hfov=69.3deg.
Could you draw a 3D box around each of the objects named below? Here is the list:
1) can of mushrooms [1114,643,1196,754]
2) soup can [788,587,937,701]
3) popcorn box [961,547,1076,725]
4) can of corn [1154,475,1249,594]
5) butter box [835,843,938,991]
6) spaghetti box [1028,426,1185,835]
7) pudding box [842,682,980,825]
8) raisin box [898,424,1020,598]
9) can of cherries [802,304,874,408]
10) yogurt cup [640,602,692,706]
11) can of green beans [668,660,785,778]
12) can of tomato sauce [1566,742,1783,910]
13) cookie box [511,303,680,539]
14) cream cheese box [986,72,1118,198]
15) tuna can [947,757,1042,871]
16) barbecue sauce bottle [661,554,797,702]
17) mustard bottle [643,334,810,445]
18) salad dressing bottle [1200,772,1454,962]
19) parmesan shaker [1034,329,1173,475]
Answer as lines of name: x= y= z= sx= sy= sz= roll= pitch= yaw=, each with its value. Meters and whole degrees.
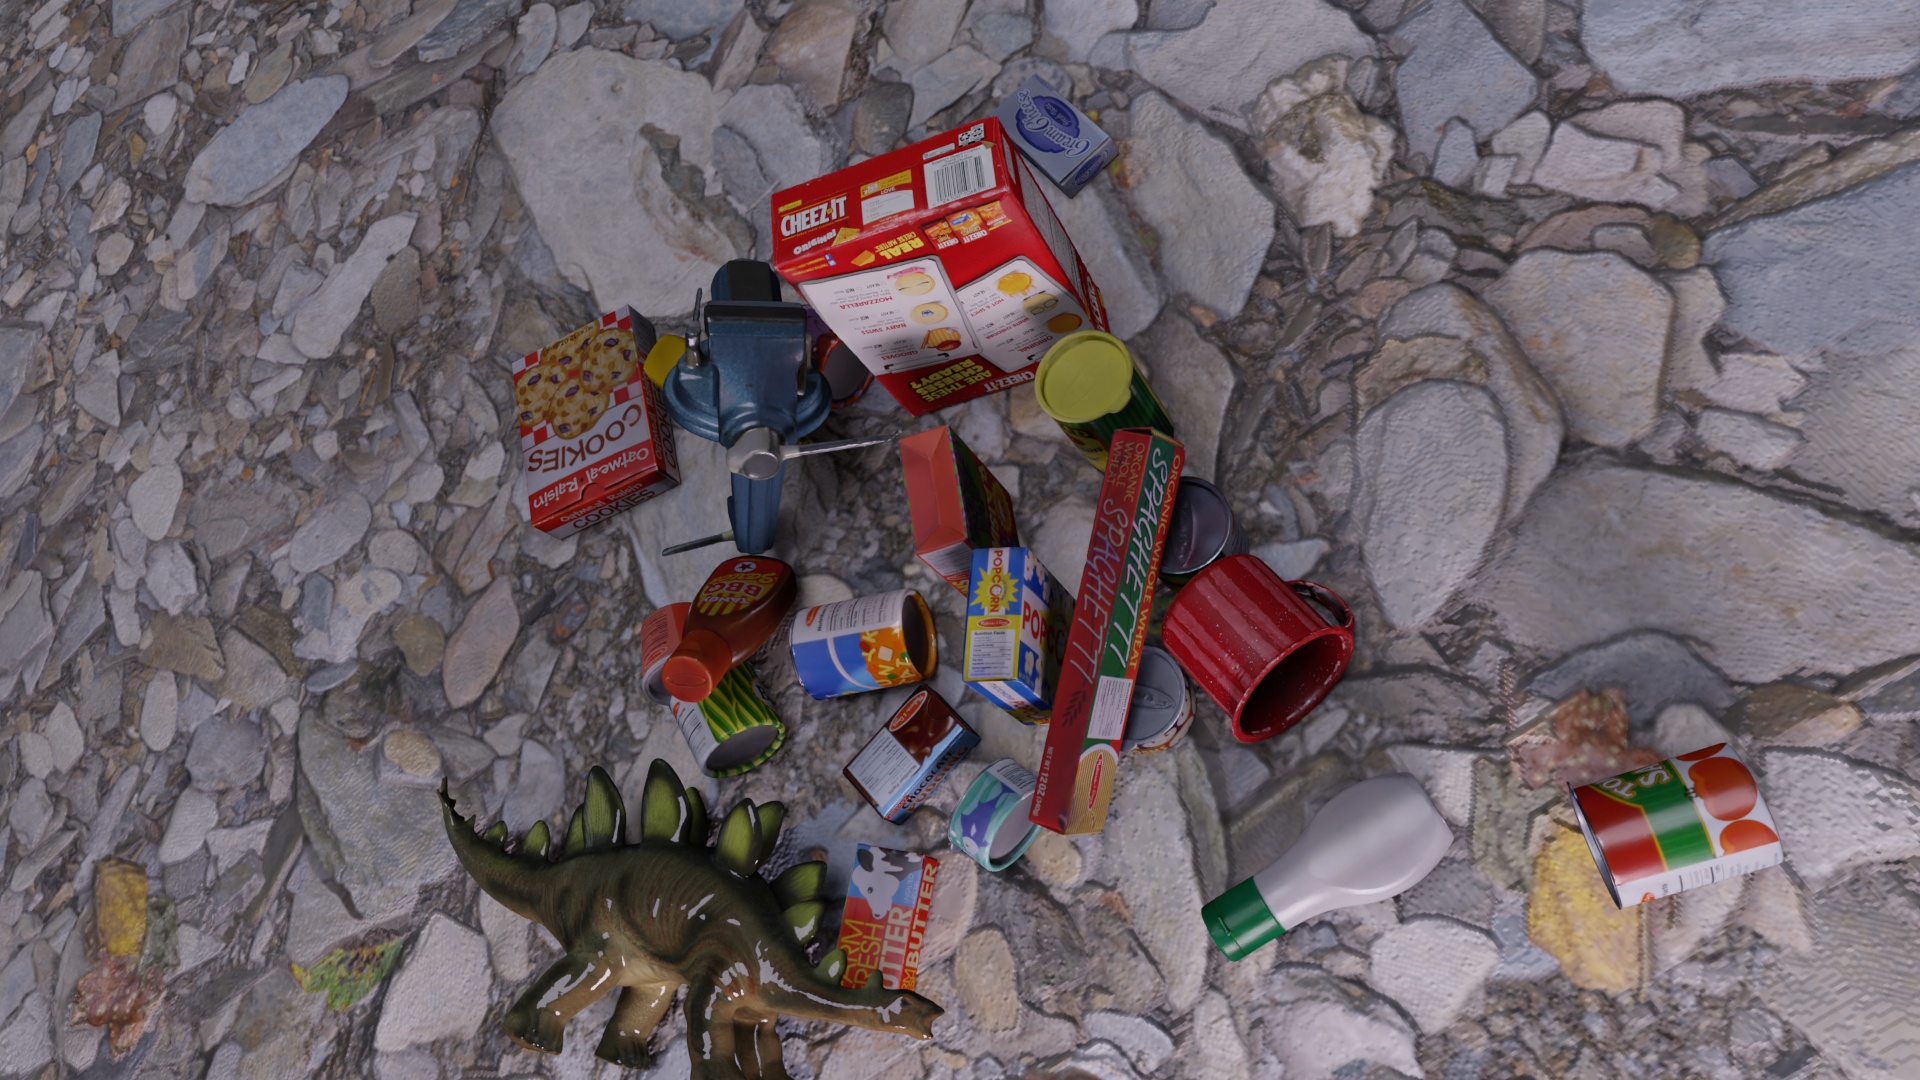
can of mushrooms: x=0.115 y=0.104 z=0.889 sx=0.071 sy=0.033 sz=0.071 roll=-9 pitch=67 yaw=21
soup can: x=-0.065 y=0.074 z=0.967 sx=0.083 sy=0.071 sz=0.071 roll=-12 pitch=66 yaw=19
popcorn box: x=0.041 y=0.064 z=0.885 sx=0.038 sy=0.126 sz=0.085 roll=-4 pitch=69 yaw=20
can of corn: x=0.147 y=-0.001 z=0.902 sx=0.071 sy=0.058 sz=0.071 roll=-9 pitch=67 yaw=21
butter box: x=-0.051 y=0.254 z=0.909 sx=0.053 sy=0.024 sz=0.104 roll=2 pitch=70 yaw=26
spaghetti box: x=0.092 y=0.055 z=0.854 sx=0.028 sy=0.050 sz=0.250 roll=11 pitch=87 yaw=36
pudding box: x=-0.033 y=0.145 z=0.942 sx=0.083 sy=0.030 sz=0.050 roll=-48 pitch=58 yaw=0
raisin box: x=0.003 y=-0.012 z=0.934 sx=0.040 sy=0.123 sz=0.086 roll=-18 pitch=64 yaw=16
can of cherries: x=-0.107 y=-0.139 z=1.069 sx=0.058 sy=0.071 sz=0.071 roll=28 pitch=83 yaw=29
yogurt cup: x=-0.205 y=0.082 z=1.026 sx=0.072 sy=0.072 sz=0.054 roll=-30 pitch=52 yaw=11
can of green beans: x=-0.166 y=0.127 z=0.988 sx=0.071 sy=0.071 sz=0.058 roll=-38 pitch=60 yaw=7
can of tomato sauce: x=0.375 y=0.149 z=0.734 sx=0.083 sy=0.071 sz=0.071 roll=-22 pitch=63 yaw=15
cookie box: x=-0.307 y=-0.099 z=1.158 sx=0.123 sy=0.040 sz=0.168 roll=-23 pitch=62 yaw=14
cream cheese box: x=0.071 y=-0.318 z=1.085 sx=0.053 sy=0.024 sz=0.104 roll=-42 pitch=59 yaw=4
tuna can: x=0.025 y=0.176 z=0.882 sx=0.033 sy=0.071 sz=0.071 roll=32 pitch=85 yaw=30
barbecue sauce bottle: x=-0.165 y=0.061 z=0.976 sx=0.065 sy=0.043 sz=0.149 roll=2 pitch=26 yaw=12
mustard bottle: x=-0.175 y=-0.110 z=1.094 sx=0.160 sy=0.065 sz=0.049 roll=30 pitch=89 yaw=24
salad dressing bottle: x=0.210 y=0.191 z=0.806 sx=0.147 sy=0.044 sz=0.064 roll=-34 pitch=62 yaw=10
parmesan shaker: x=0.100 y=-0.087 z=0.932 sx=0.071 sy=0.103 sz=0.071 roll=-9 pitch=66 yaw=22
